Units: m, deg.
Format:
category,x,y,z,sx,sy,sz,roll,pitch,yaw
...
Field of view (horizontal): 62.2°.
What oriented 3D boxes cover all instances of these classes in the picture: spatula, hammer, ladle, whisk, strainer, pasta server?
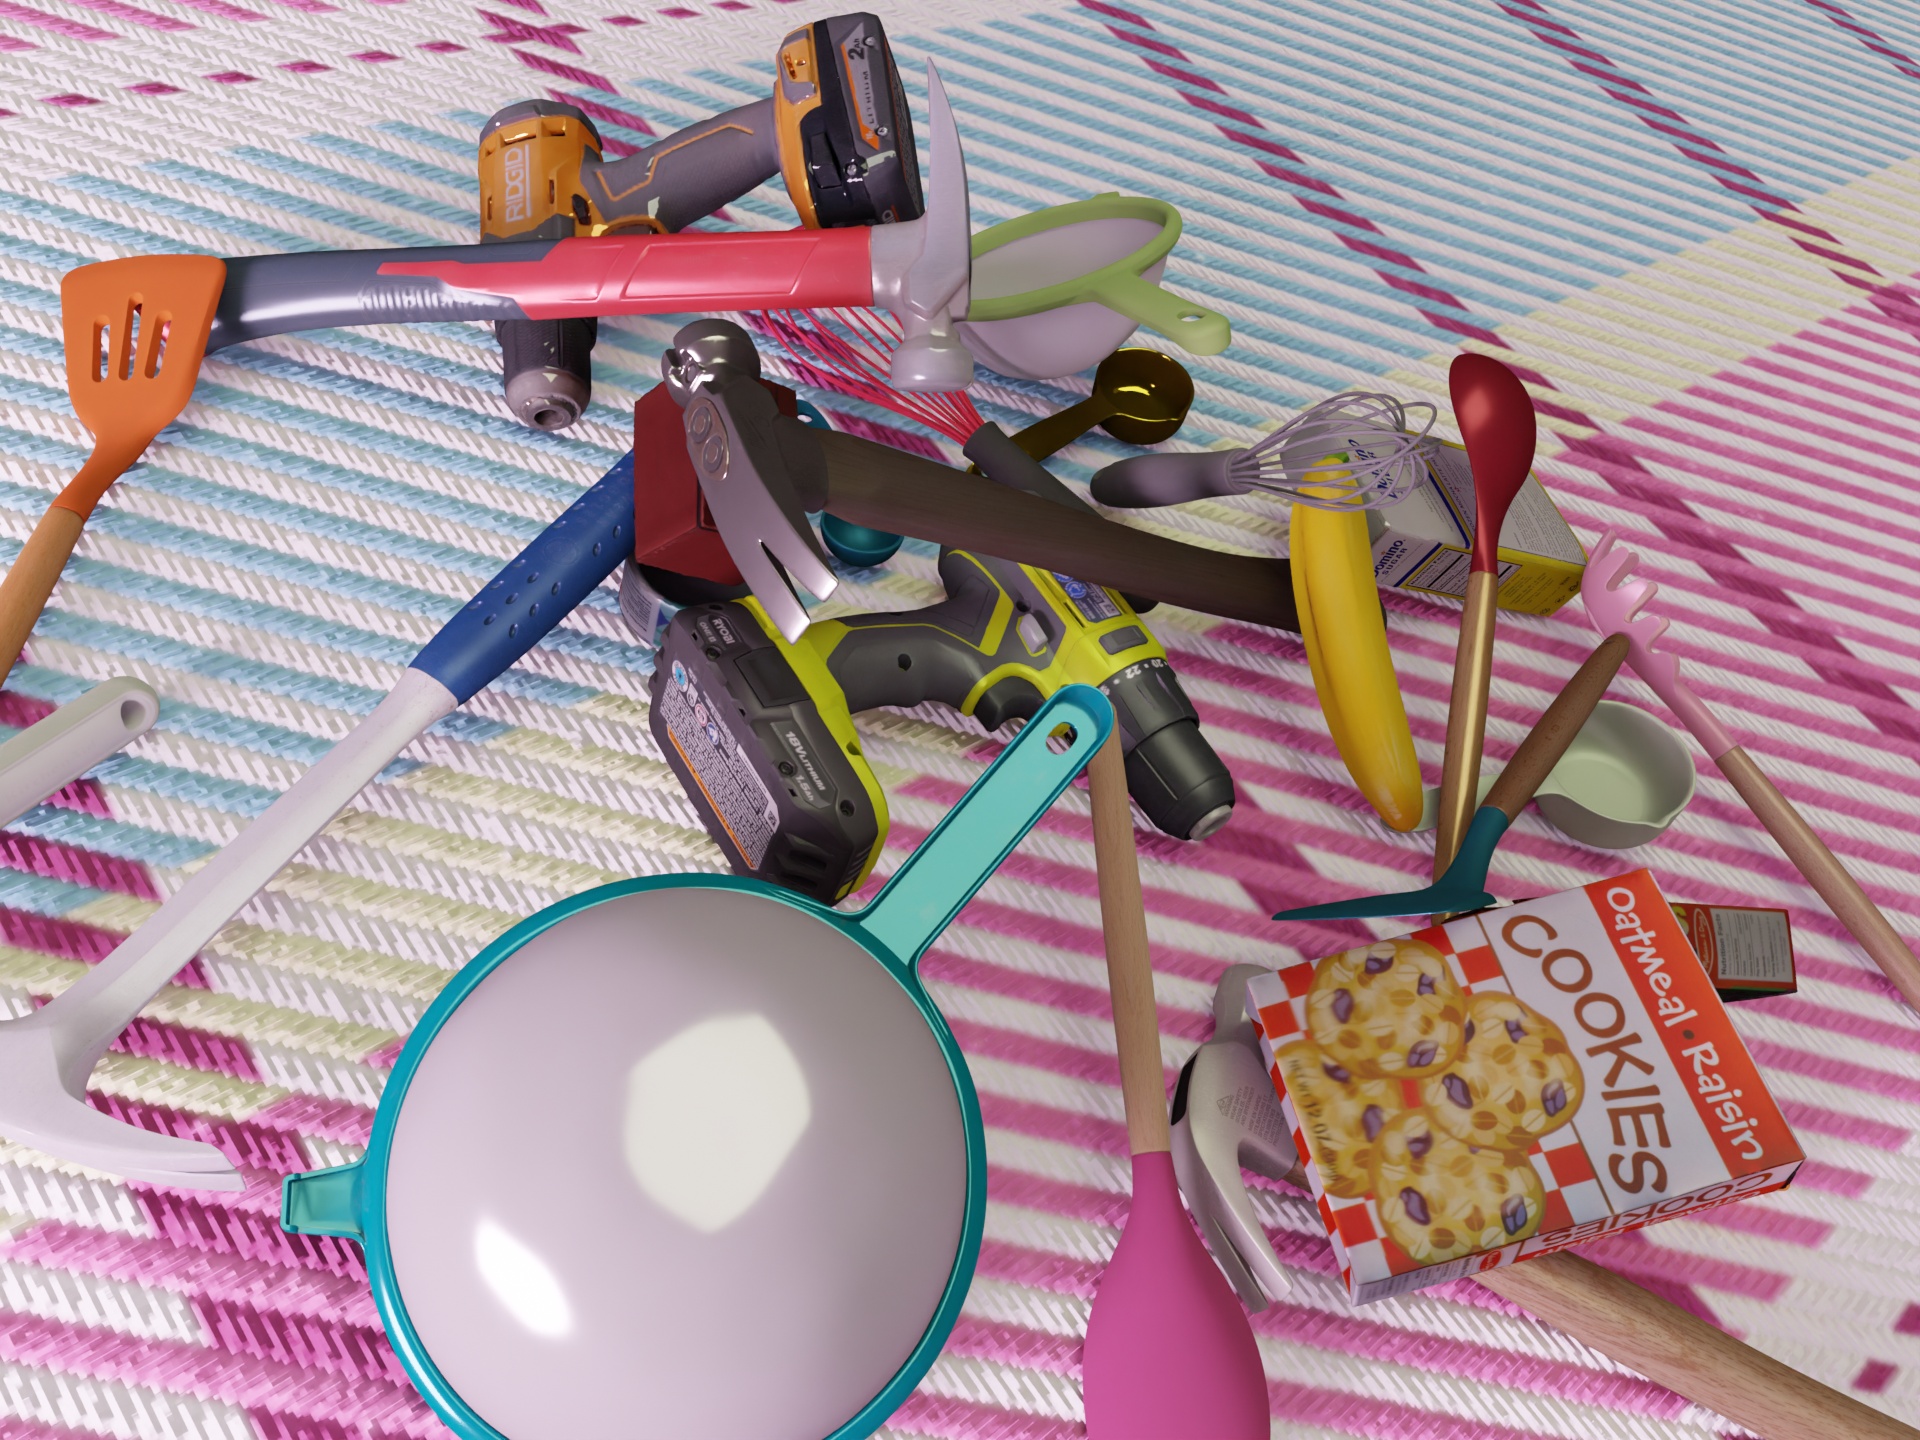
category,x,y,z,sx,sy,sz,roll,pitch,yaw
spatula,0.253,0.023,0.735,0.317,0.082,0.044,-38,109,-42
hammer,0.235,0.227,0.638,0.331,0.031,0.130,28,49,2
spatula,-0.376,-0.070,0.640,0.081,0.041,0.323,-2,53,8
hammer,0.065,-0.069,0.709,0.410,0.038,0.146,9,43,-40
ladle,0.258,-0.049,0.796,0.069,0.031,0.316,24,68,-32
whisk,0.136,-0.123,0.767,0.055,0.239,0.055,-2,94,-31
strainer,-0.046,0.098,0.531,0.211,0.095,0.340,41,69,4
hammer,-0.188,-0.217,0.725,0.386,0.038,0.143,-1,95,4
strainer,0.075,-0.210,0.842,0.151,0.069,0.257,-26,34,-11
whisk,-0.003,-0.160,0.830,0.296,0.073,0.073,46,53,13
hammer,-0.210,-0.002,0.623,0.144,0.035,0.406,30,55,10
pasta server,0.425,0.034,0.831,0.316,0.040,0.060,56,25,15
whisk,-0.365,0.051,0.531,0.059,0.057,0.246,5,32,23

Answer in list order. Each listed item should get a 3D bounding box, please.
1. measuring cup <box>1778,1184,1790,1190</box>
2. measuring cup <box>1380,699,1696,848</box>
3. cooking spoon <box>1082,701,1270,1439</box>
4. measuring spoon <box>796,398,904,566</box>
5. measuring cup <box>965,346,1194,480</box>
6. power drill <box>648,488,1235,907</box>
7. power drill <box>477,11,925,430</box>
category,x,y,z,sx,sy,sz,roll,pitch,yaw
measuring cup,0.293,0.178,0.677,0.173,0.095,0.052,36,59,-16
measuring cup,0.287,0.040,0.804,0.167,0.038,0.083,-13,55,-9
cooking spoon,0.070,0.140,0.611,0.068,0.017,0.319,-1,67,-8
measuring spoon,-0.065,-0.119,0.811,0.042,0.021,0.129,-7,48,-24
measuring cup,0.063,-0.158,0.883,0.156,0.029,0.062,-31,67,-23
power drill,-0.001,-0.002,0.702,0.228,0.080,0.191,-19,62,-33
power drill,-0.133,-0.245,0.791,0.226,0.084,0.185,-12,65,9
